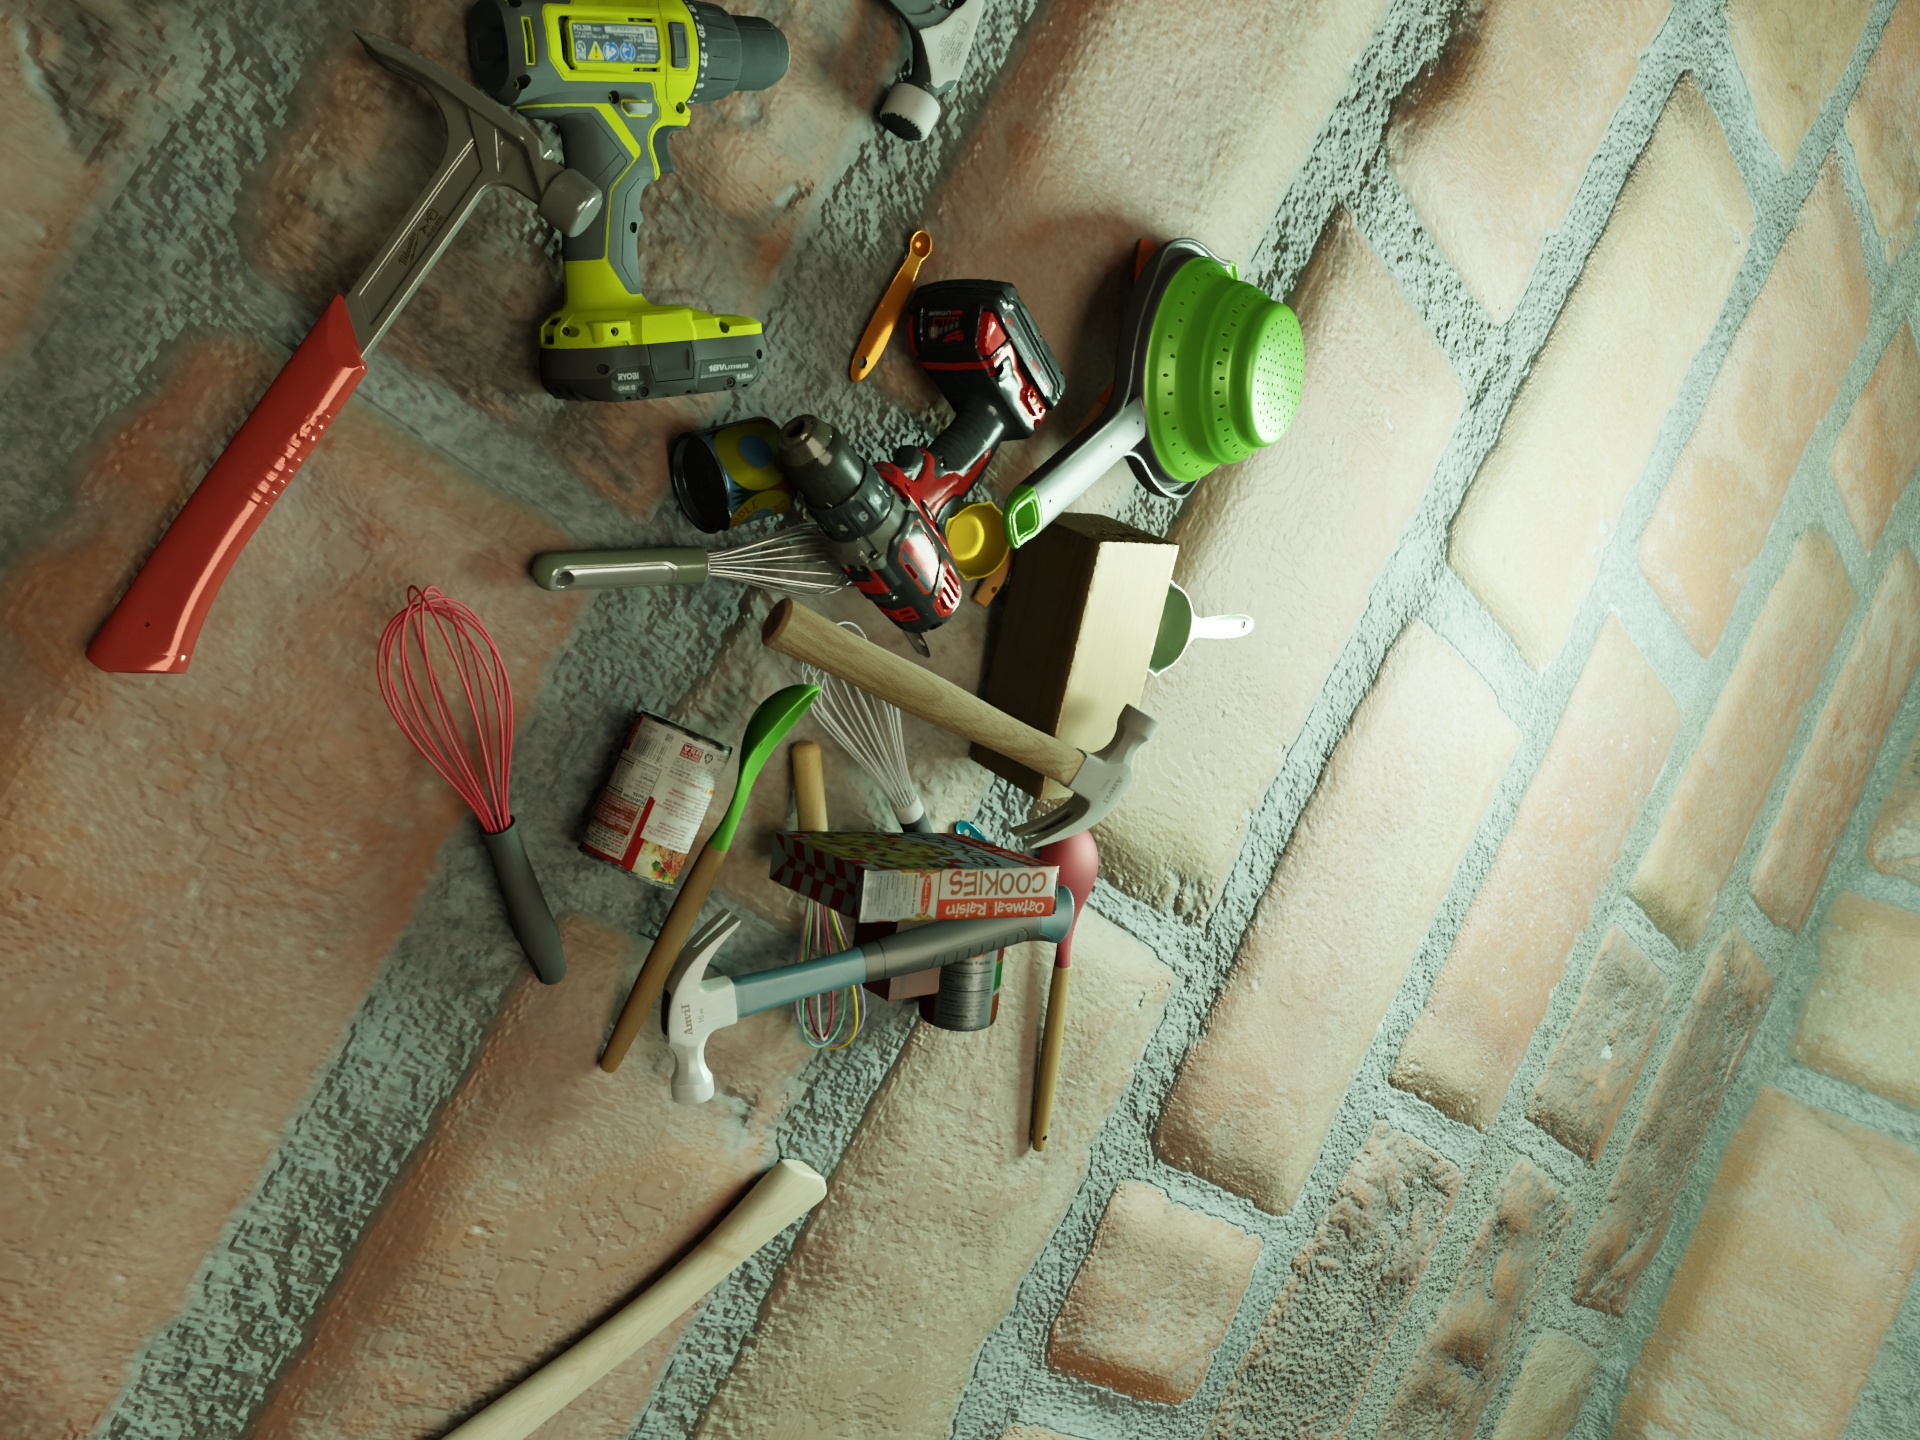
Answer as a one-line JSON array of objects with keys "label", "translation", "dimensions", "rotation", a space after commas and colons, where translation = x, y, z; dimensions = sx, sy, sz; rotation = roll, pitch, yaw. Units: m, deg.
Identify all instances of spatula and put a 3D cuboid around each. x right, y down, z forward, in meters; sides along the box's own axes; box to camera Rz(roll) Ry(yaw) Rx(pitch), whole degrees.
[{"label": "spatula", "translation": [0.095, -0.229, 1.258], "dimensions": [0.080, 0.041, 0.322], "rotation": [38, 82, -43]}]

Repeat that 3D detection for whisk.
[{"label": "whisk", "translation": [-0.109, 0.134, 1.184], "dimensions": [0.051, 0.047, 0.245], "rotation": [-15, 109, -36]}, {"label": "whisk", "translation": [-0.291, 0.049, 0.979], "dimensions": [0.073, 0.073, 0.295], "rotation": [-31, 128, -31]}, {"label": "whisk", "translation": [-0.052, 0.043, 1.196], "dimensions": [0.070, 0.070, 0.284], "rotation": [-42, 132, -24]}, {"label": "whisk", "translation": [-0.164, -0.103, 1.051], "dimensions": [0.246, 0.059, 0.057], "rotation": [-7, 136, -36]}]

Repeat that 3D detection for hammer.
[{"label": "hammer", "translation": [-0.002, -0.004, 1.132], "dimensions": [0.331, 0.031, 0.130], "rotation": [26, 97, -35]}, {"label": "hammer", "translation": [-0.351, -0.180, 0.840], "dimensions": [0.149, 0.037, 0.359], "rotation": [35, 87, -5]}, {"label": "hammer", "translation": [-0.124, -0.535, 0.950], "dimensions": [0.408, 0.036, 0.149], "rotation": [32, 81, -43]}, {"label": "hammer", "translation": [-0.261, 0.466, 1.157], "dimensions": [0.410, 0.038, 0.146], "rotation": [-33, 125, -30]}, {"label": "hammer", "translation": [-0.061, 0.178, 1.174], "dimensions": [0.331, 0.033, 0.128], "rotation": [-11, 104, -26]}]

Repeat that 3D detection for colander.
[{"label": "colander", "translation": [0.166, -0.230, 1.202], "dimensions": [0.397, 0.094, 0.204], "rotation": [-45, 135, -41]}]

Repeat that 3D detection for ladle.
[{"label": "ladle", "translation": [0.085, 0.239, 1.400], "dimensions": [0.069, 0.031, 0.315], "rotation": [-8, 111, -40]}]

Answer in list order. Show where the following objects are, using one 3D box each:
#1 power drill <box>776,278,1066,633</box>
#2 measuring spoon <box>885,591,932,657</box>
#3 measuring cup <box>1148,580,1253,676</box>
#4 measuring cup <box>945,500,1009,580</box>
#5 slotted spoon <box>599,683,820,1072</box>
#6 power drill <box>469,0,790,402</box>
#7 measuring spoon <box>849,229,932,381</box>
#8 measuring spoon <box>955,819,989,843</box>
[{"label": "power drill", "translation": [-0.029, -0.196, 1.077], "dimensions": [0.187, 0.080, 0.227], "rotation": [50, 57, -46]}, {"label": "measuring spoon", "translation": [-0.043, -0.094, 1.174], "dimensions": [0.018, 0.034, 0.124], "rotation": [-50, 136, -25]}, {"label": "measuring cup", "translation": [0.192, -0.084, 1.382], "dimensions": [0.167, 0.038, 0.083], "rotation": [-5, 107, -43]}, {"label": "measuring cup", "translation": [-0.033, -0.147, 1.173], "dimensions": [0.156, 0.029, 0.062], "rotation": [14, 95, -32]}, {"label": "slotted spoon", "translation": [-0.177, 0.107, 1.079], "dimensions": [0.313, 0.031, 0.070], "rotation": [-63, 174, 12]}, {"label": "power drill", "translation": [-0.180, -0.312, 0.946], "dimensions": [0.190, 0.080, 0.228], "rotation": [-16, 111, -37]}, {"label": "measuring spoon", "translation": [-0.051, -0.291, 1.115], "dimensions": [0.021, 0.011, 0.117], "rotation": [27, 89, -44]}, {"label": "measuring spoon", "translation": [0.026, 0.126, 1.321], "dimensions": [0.042, 0.021, 0.128], "rotation": [-47, 120, -19]}]
